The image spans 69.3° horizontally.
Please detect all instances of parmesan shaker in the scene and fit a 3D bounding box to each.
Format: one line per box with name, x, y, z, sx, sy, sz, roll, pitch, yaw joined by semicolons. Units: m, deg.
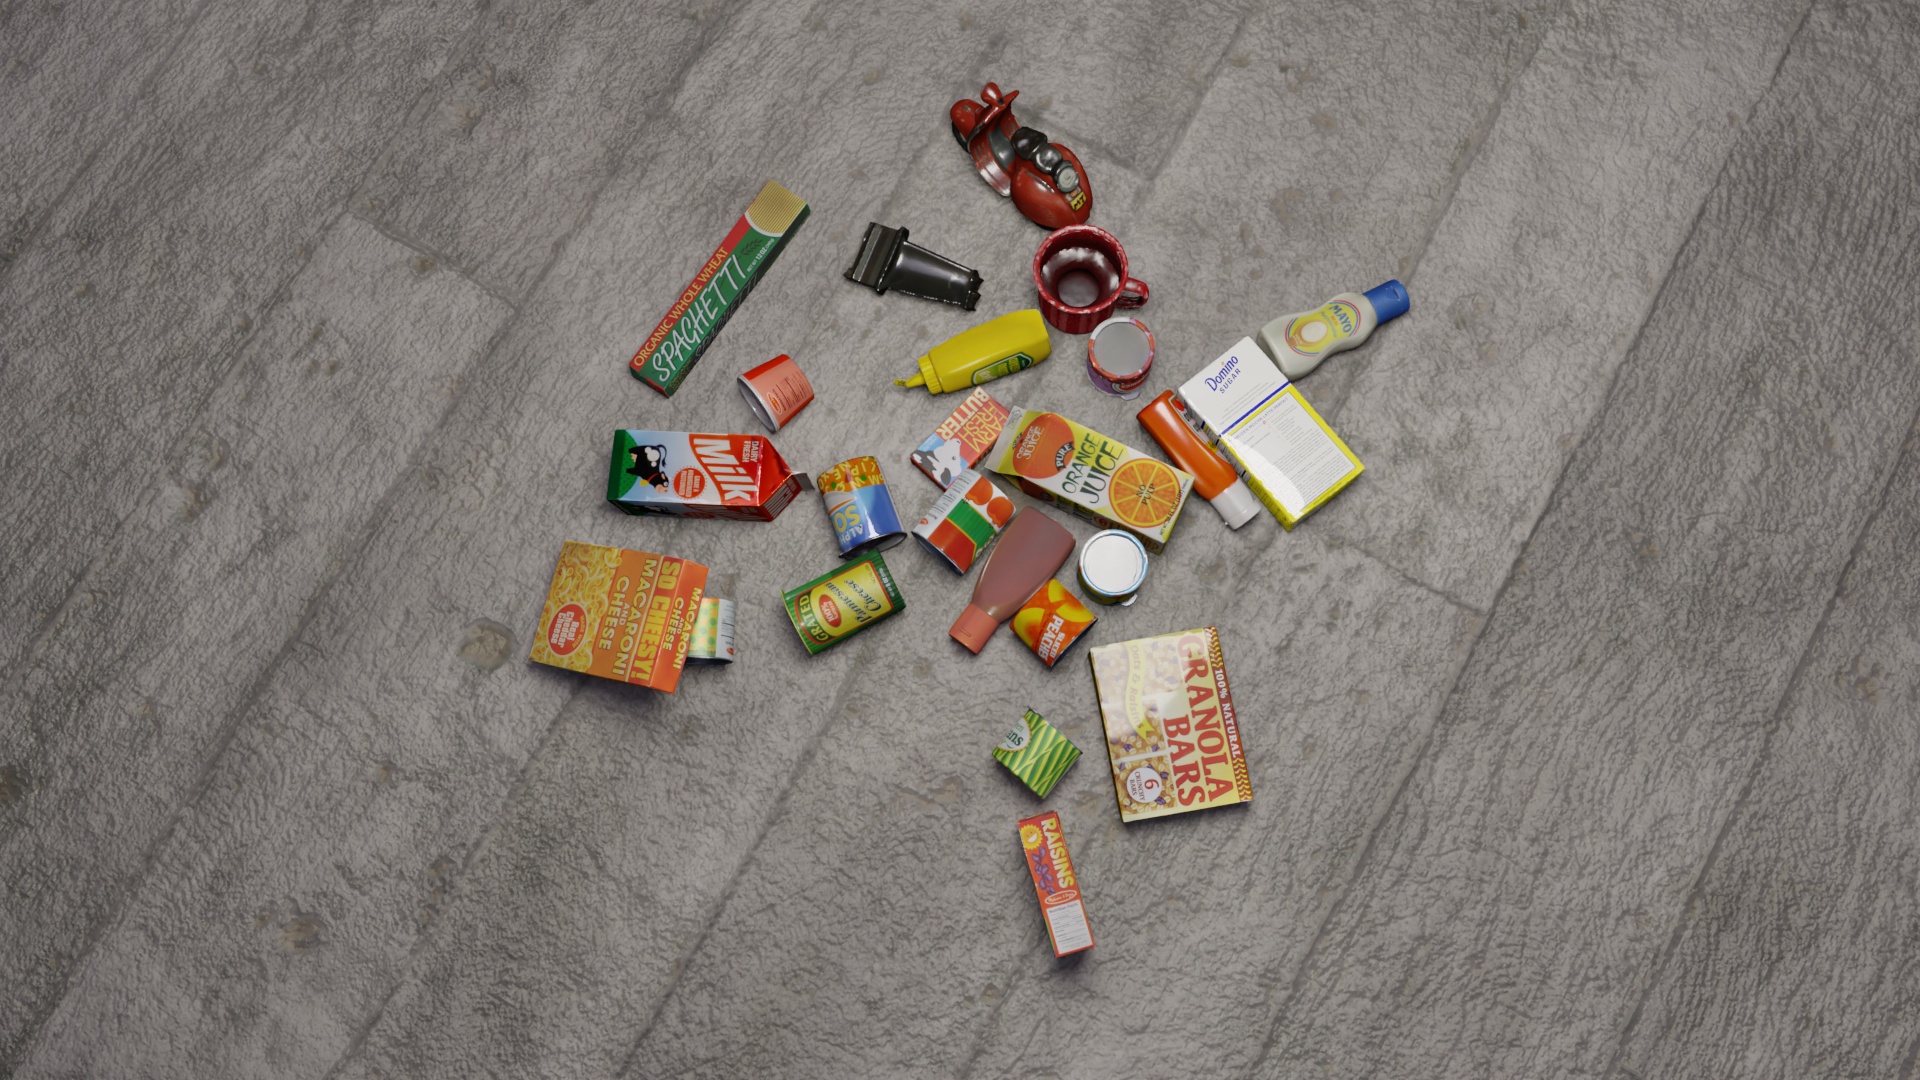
parmesan shaker;-0.113;0.056;1.337;0.103;0.071;0.071;-27;79;-3

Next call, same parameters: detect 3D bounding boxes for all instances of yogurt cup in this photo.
yogurt cup;-0.183;-0.150;1.385;0.054;0.072;0.072;-36;79;-13

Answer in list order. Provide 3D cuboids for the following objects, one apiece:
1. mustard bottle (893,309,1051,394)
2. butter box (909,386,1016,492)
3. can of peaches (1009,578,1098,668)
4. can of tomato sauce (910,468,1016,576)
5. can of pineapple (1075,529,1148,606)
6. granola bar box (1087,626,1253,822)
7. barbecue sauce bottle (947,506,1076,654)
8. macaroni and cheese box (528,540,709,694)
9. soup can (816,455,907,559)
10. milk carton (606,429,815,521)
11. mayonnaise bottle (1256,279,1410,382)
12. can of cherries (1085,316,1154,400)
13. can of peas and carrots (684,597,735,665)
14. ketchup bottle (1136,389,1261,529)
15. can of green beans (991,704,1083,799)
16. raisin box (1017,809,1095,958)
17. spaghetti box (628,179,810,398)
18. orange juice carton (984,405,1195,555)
mustard bottle;0.010;-0.180;1.386;0.160;0.065;0.049;-21;73;4
butter box;0.004;-0.100;1.387;0.053;0.024;0.103;43;83;10
can of peaches;0.087;0.079;1.324;0.058;0.071;0.071;44;83;10
can of tomato sauce;0.005;-0.017;1.350;0.071;0.071;0.083;39;82;9
can of pineapple;0.147;0.027;1.338;0.071;0.057;0.071;0;79;2
granola bar box;0.197;0.174;1.316;0.124;0.039;0.166;-10;78;1
barbecue sauce bottle;0.046;0.041;1.347;0.065;0.043;0.149;35;82;15
macaroni and cheese box;-0.324;0.071;1.319;0.166;0.040;0.124;7;77;33
soup can;-0.099;-0.031;1.354;0.071;0.071;0.084;-21;78;-2
milk carton;-0.241;-0.062;1.364;0.191;0.072;0.073;3;78;3
mayonnaise bottle;0.375;-0.215;1.389;0.148;0.041;0.065;-26;77;-3
can of cherries;0.160;-0.181;1.381;0.071;0.058;0.071;0;78;2
can of peas and carrots;-0.253;0.088;1.336;0.071;0.071;0.059;1;78;2
ketchup bottle;0.234;-0.078;1.358;0.043;0.065;0.149;-39;88;16
can of green beans;0.071;0.199;1.301;0.071;0.071;0.058;40;83;9
raisin box;0.087;0.310;1.268;0.040;0.086;0.123;-17;78;1
spaghetti box;-0.246;-0.259;1.427;0.050;0.028;0.250;34;81;9
orange juice carton;0.124;-0.062;1.350;0.193;0.073;0.072;25;81;7
